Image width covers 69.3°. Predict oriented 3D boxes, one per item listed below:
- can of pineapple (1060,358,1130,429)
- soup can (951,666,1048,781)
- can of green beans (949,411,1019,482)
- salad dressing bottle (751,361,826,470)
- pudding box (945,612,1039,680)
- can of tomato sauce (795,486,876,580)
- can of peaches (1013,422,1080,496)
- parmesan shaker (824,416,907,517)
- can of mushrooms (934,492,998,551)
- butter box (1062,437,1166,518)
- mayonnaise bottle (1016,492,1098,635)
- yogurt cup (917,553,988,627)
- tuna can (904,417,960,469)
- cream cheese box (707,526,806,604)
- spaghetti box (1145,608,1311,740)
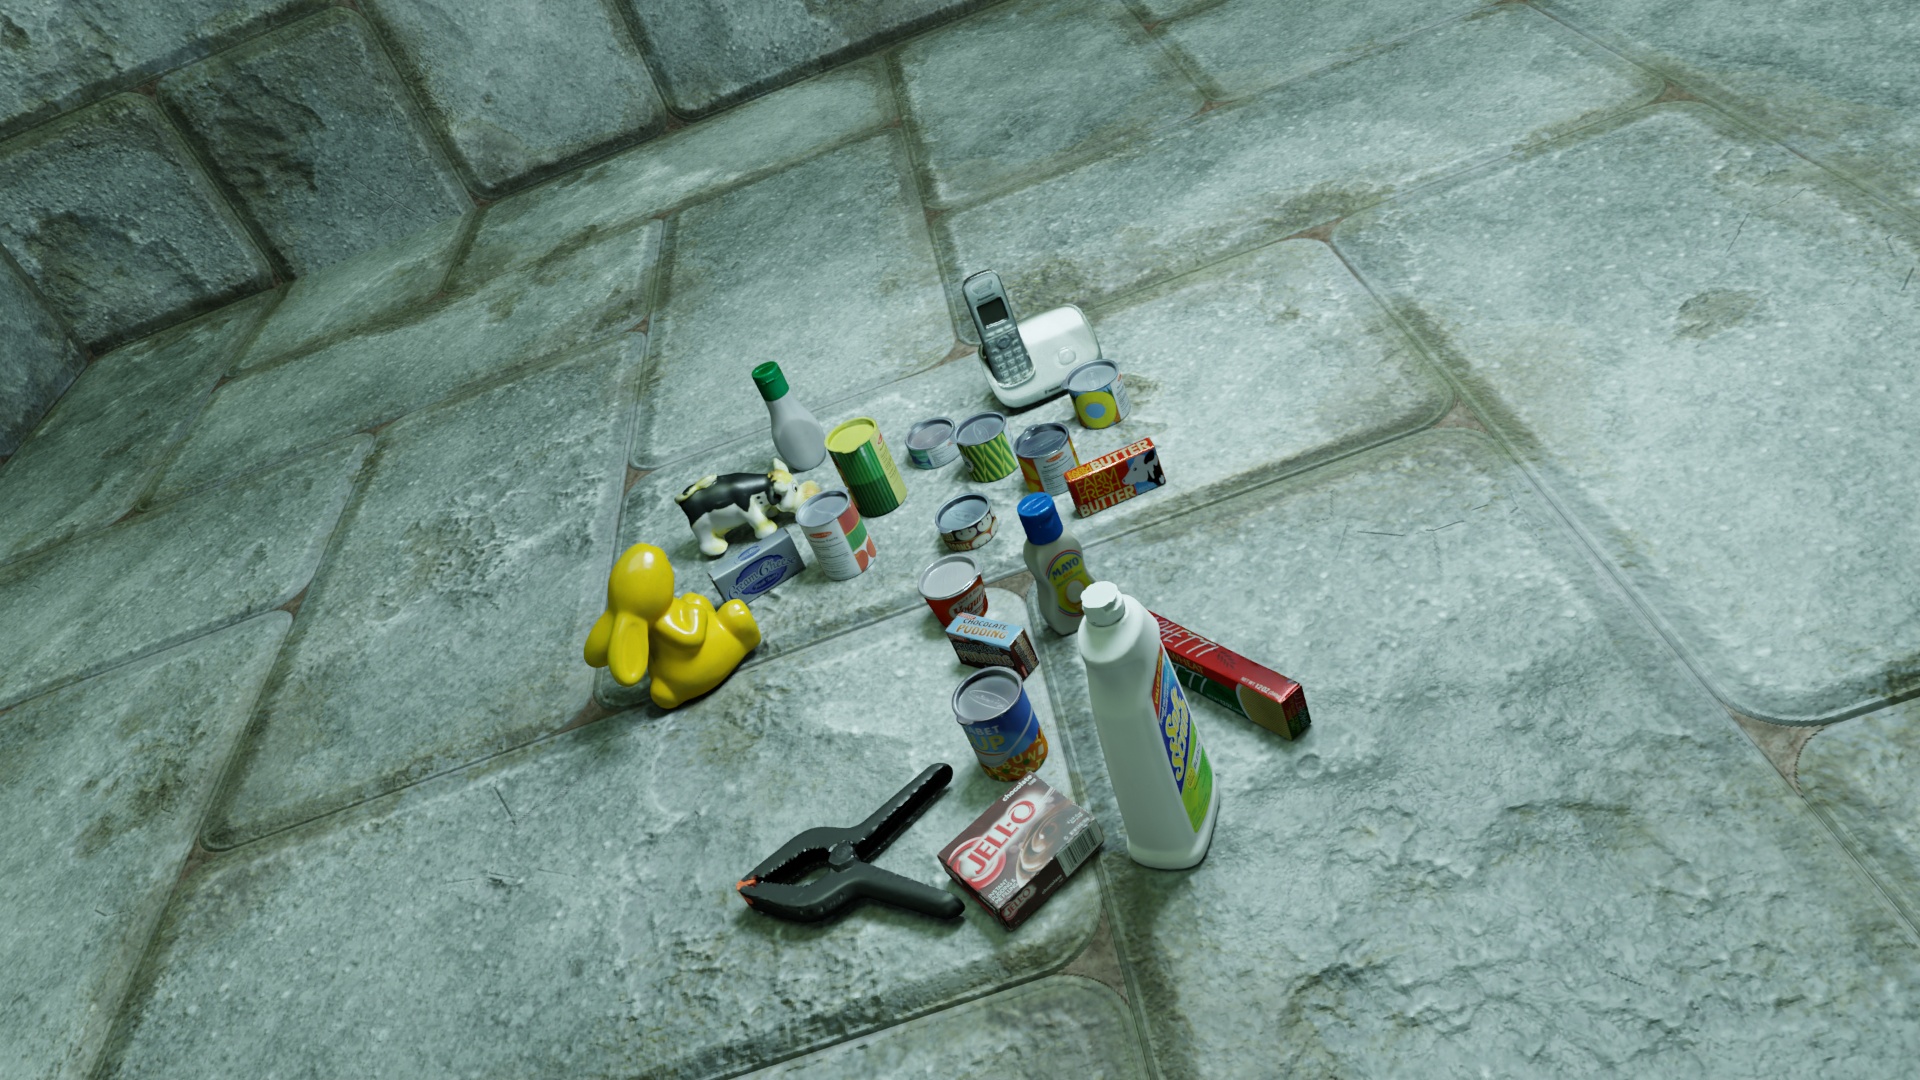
[{"bbox_3d":[0.162,-0.174,1.650,0.071,0.057,0.071,-15,36,11],"label":"can of pineapple"},{"bbox_3d":[0.035,0.167,1.248,0.071,0.083,0.072,-15,35,11],"label":"soup can"},{"bbox_3d":[0.032,-0.110,1.640,0.071,0.057,0.071,-15,36,11],"label":"can of green beans"},{"bbox_3d":[-0.219,-0.158,1.767,0.064,0.147,0.044,-27,35,-4],"label":"salad dressing bottle"},{"bbox_3d":[0.031,0.103,1.364,0.084,0.049,0.030,12,48,39],"label":"pudding box"},{"bbox_3d":[-0.140,-0.008,1.578,0.071,0.082,0.071,-15,35,11],"label":"can of tomato sauce"},{"bbox_3d":[0.099,-0.093,1.578,0.071,0.057,0.071,-15,36,11],"label":"can of peaches"},{"bbox_3d":[-0.112,-0.084,1.647,0.071,0.102,0.072,-15,35,11],"label":"parmesan shaker"},{"bbox_3d":[0.006,-0.019,1.555,0.071,0.033,0.071,-15,36,11],"label":"can of mushrooms"},{"bbox_3d":[0.168,-0.068,1.511,0.103,0.053,0.024,-23,35,1],"label":"butter box"},{"bbox_3d":[0.093,0.021,1.352,0.065,0.147,0.041,-32,36,-12],"label":"mayonnaise bottle"},{"bbox_3d":[-0.005,0.055,1.444,0.072,0.053,0.073,-15,36,11],"label":"yogurt cup"},{"bbox_3d":[-0.034,-0.120,1.712,0.071,0.032,0.071,-15,36,11],"label":"tuna can"},{"bbox_3d":[-0.234,0.034,1.602,0.104,0.053,0.024,-31,35,-12],"label":"cream cheese box"},{"bbox_3d":[0.208,0.108,1.258,0.029,0.050,0.250,-39,38,-21],"label":"spaghetti box"}]
